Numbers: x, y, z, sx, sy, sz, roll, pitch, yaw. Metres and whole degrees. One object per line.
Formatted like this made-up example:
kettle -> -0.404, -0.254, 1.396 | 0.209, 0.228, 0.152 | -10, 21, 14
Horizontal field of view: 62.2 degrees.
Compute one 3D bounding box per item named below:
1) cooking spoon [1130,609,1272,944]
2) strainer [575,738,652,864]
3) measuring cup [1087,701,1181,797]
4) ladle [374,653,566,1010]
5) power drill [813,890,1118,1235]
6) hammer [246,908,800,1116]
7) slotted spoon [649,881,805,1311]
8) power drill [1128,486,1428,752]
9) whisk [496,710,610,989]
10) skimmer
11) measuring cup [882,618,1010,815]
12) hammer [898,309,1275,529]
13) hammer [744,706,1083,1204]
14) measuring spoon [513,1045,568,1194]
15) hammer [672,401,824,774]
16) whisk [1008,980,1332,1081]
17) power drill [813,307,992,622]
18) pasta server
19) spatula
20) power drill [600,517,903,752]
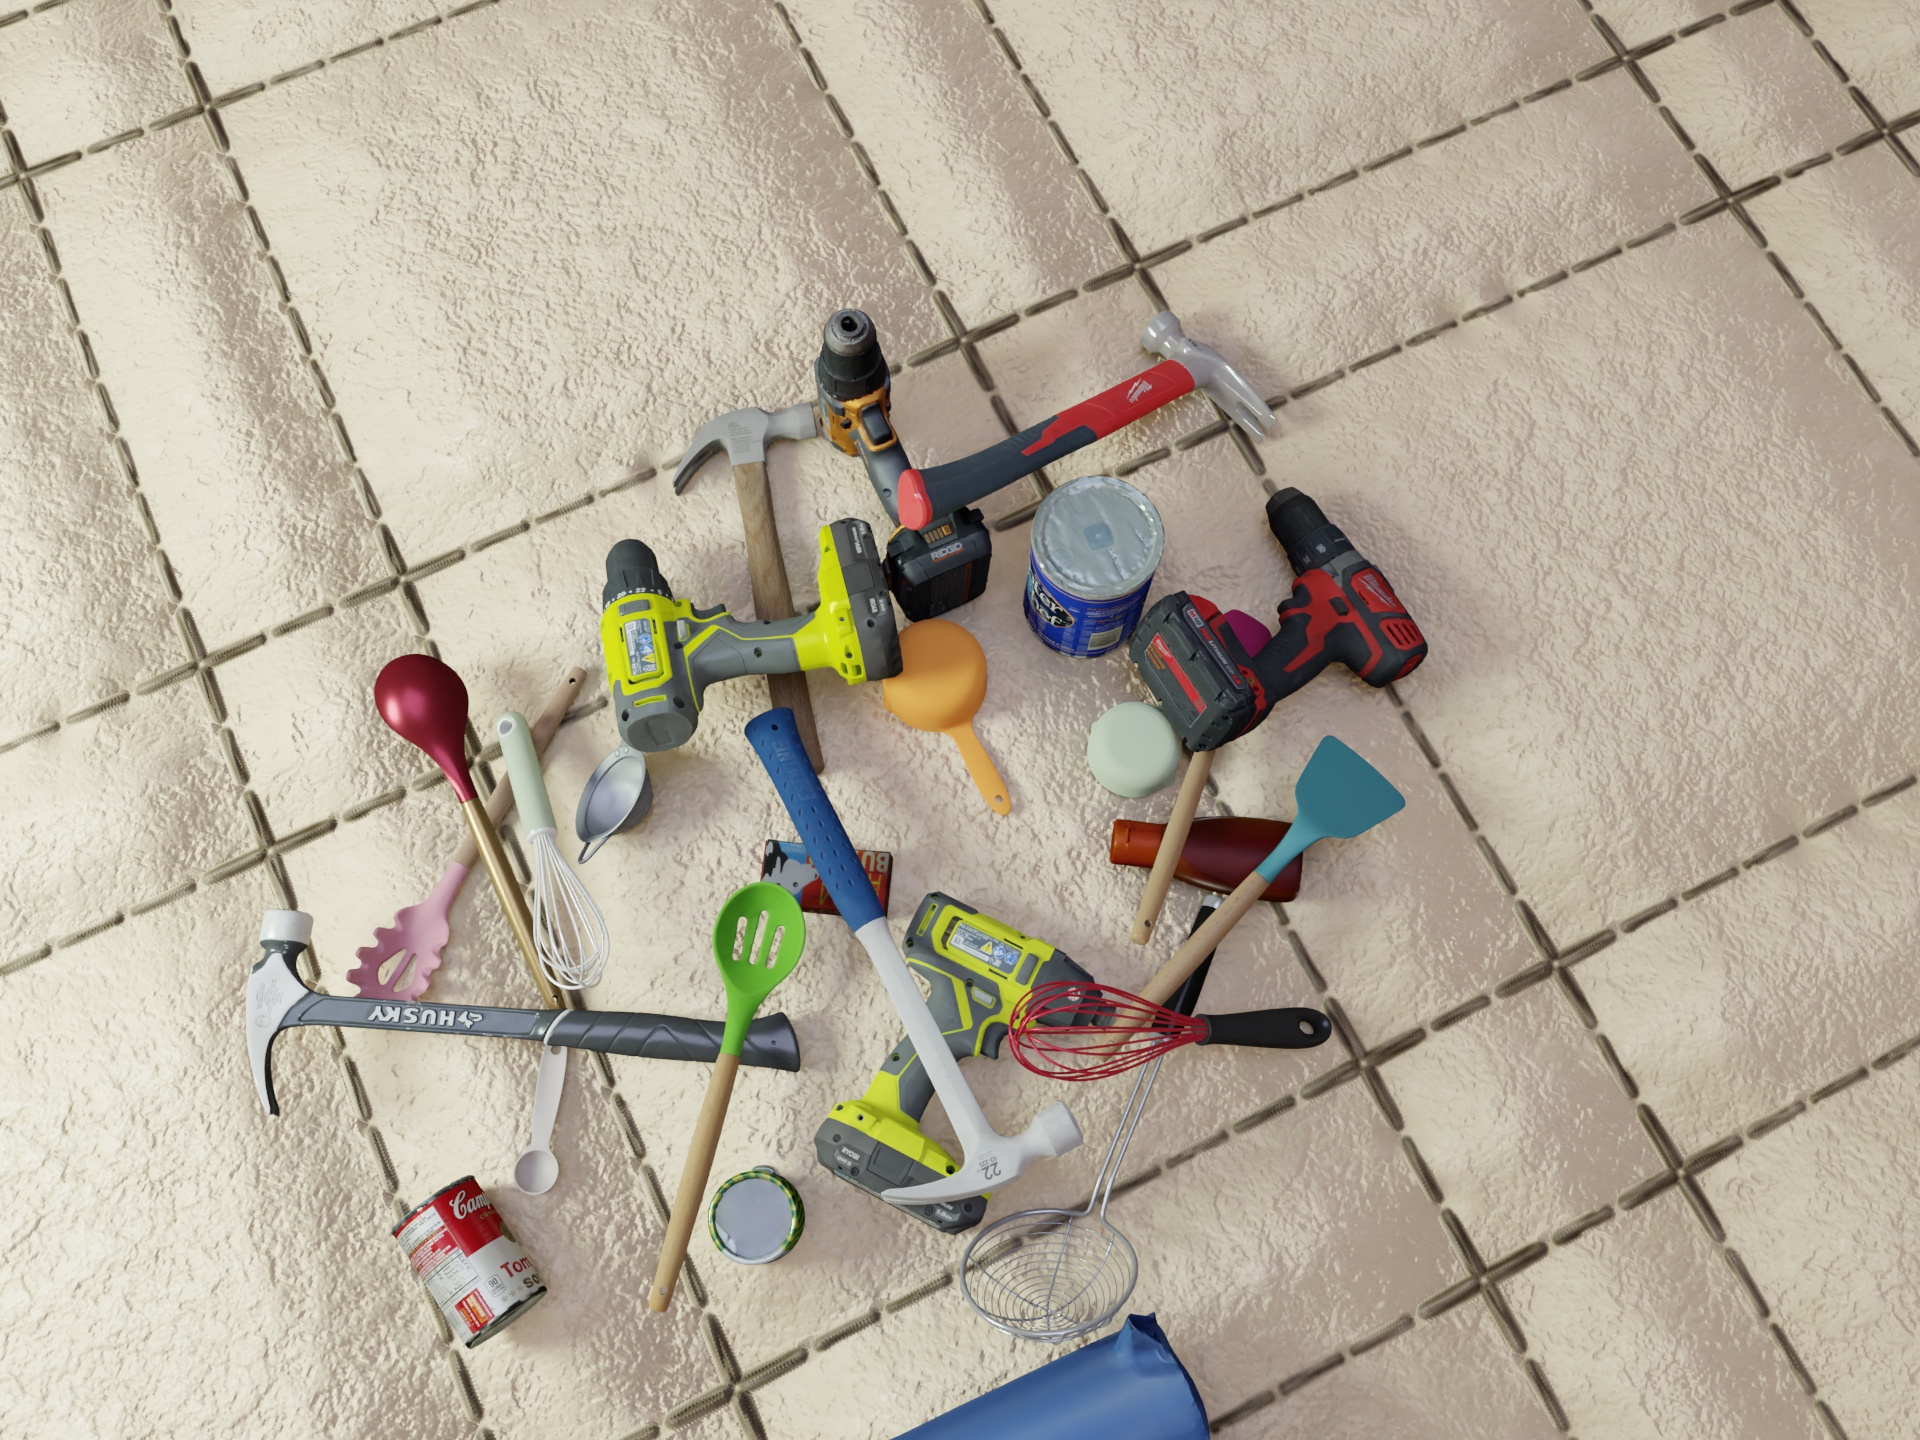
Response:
cooking spoon -> 0.190, 0.039, 1.262 | 0.068, 0.017, 0.319 | 29, 60, -8
strainer -> -0.266, 0.000, 1.293 | 0.087, 0.050, 0.259 | -15, 60, 40
measuring cup -> 0.170, -0.012, 1.302 | 0.083, 0.038, 0.167 | 37, 77, 10
ladle -> -0.374, 0.087, 1.242 | 0.069, 0.031, 0.315 | -22, 84, -26
power drill -> 0.004, 0.261, 1.196 | 0.171, 0.080, 0.223 | 26, 71, 8
hammer -> -0.323, 0.233, 1.192 | 0.409, 0.036, 0.149 | 6, 71, -7
slotted spoon -> -0.179, 0.272, 1.171 | 0.070, 0.031, 0.314 | 15, 70, -5
power drill -> 0.249, -0.088, 1.289 | 0.226, 0.080, 0.188 | -22, 70, -25
whisk -> -0.319, 0.096, 1.225 | 0.058, 0.059, 0.247 | -29, 63, 12
skimmer -> 0.118, 0.283, 1.181 | 0.127, 0.090, 0.363 | 12, 67, 35
measuring cup -> -0.002, -0.004, 1.290 | 0.095, 0.052, 0.174 | -26, 72, -8
hammer -> 0.101, -0.225, 1.284 | 0.386, 0.038, 0.143 | -33, 74, -38
hammer -> -0.068, 0.164, 1.182 | 0.144, 0.035, 0.406 | -25, 66, -10
measuring spoon -> -0.315, 0.299, 1.214 | 0.034, 0.018, 0.124 | 3, 66, 2
hammer -> -0.162, -0.110, 1.334 | 0.130, 0.031, 0.331 | -10, 73, -4
whisk -> 0.160, 0.225, 1.161 | 0.295, 0.073, 0.073 | 6, 70, -31
power drill -> -0.054, -0.211, 1.289 | 0.084, 0.185, 0.226 | -24, 77, -8
pasta server -> -0.383, 0.090, 1.265 | 0.060, 0.040, 0.316 | 29, 73, -4
spatula -> 0.213, 0.142, 1.217 | 0.082, 0.044, 0.317 | 43, 82, 12
power drill -> -0.173, -0.085, 1.261 | 0.228, 0.080, 0.191 | -13, 56, -4
